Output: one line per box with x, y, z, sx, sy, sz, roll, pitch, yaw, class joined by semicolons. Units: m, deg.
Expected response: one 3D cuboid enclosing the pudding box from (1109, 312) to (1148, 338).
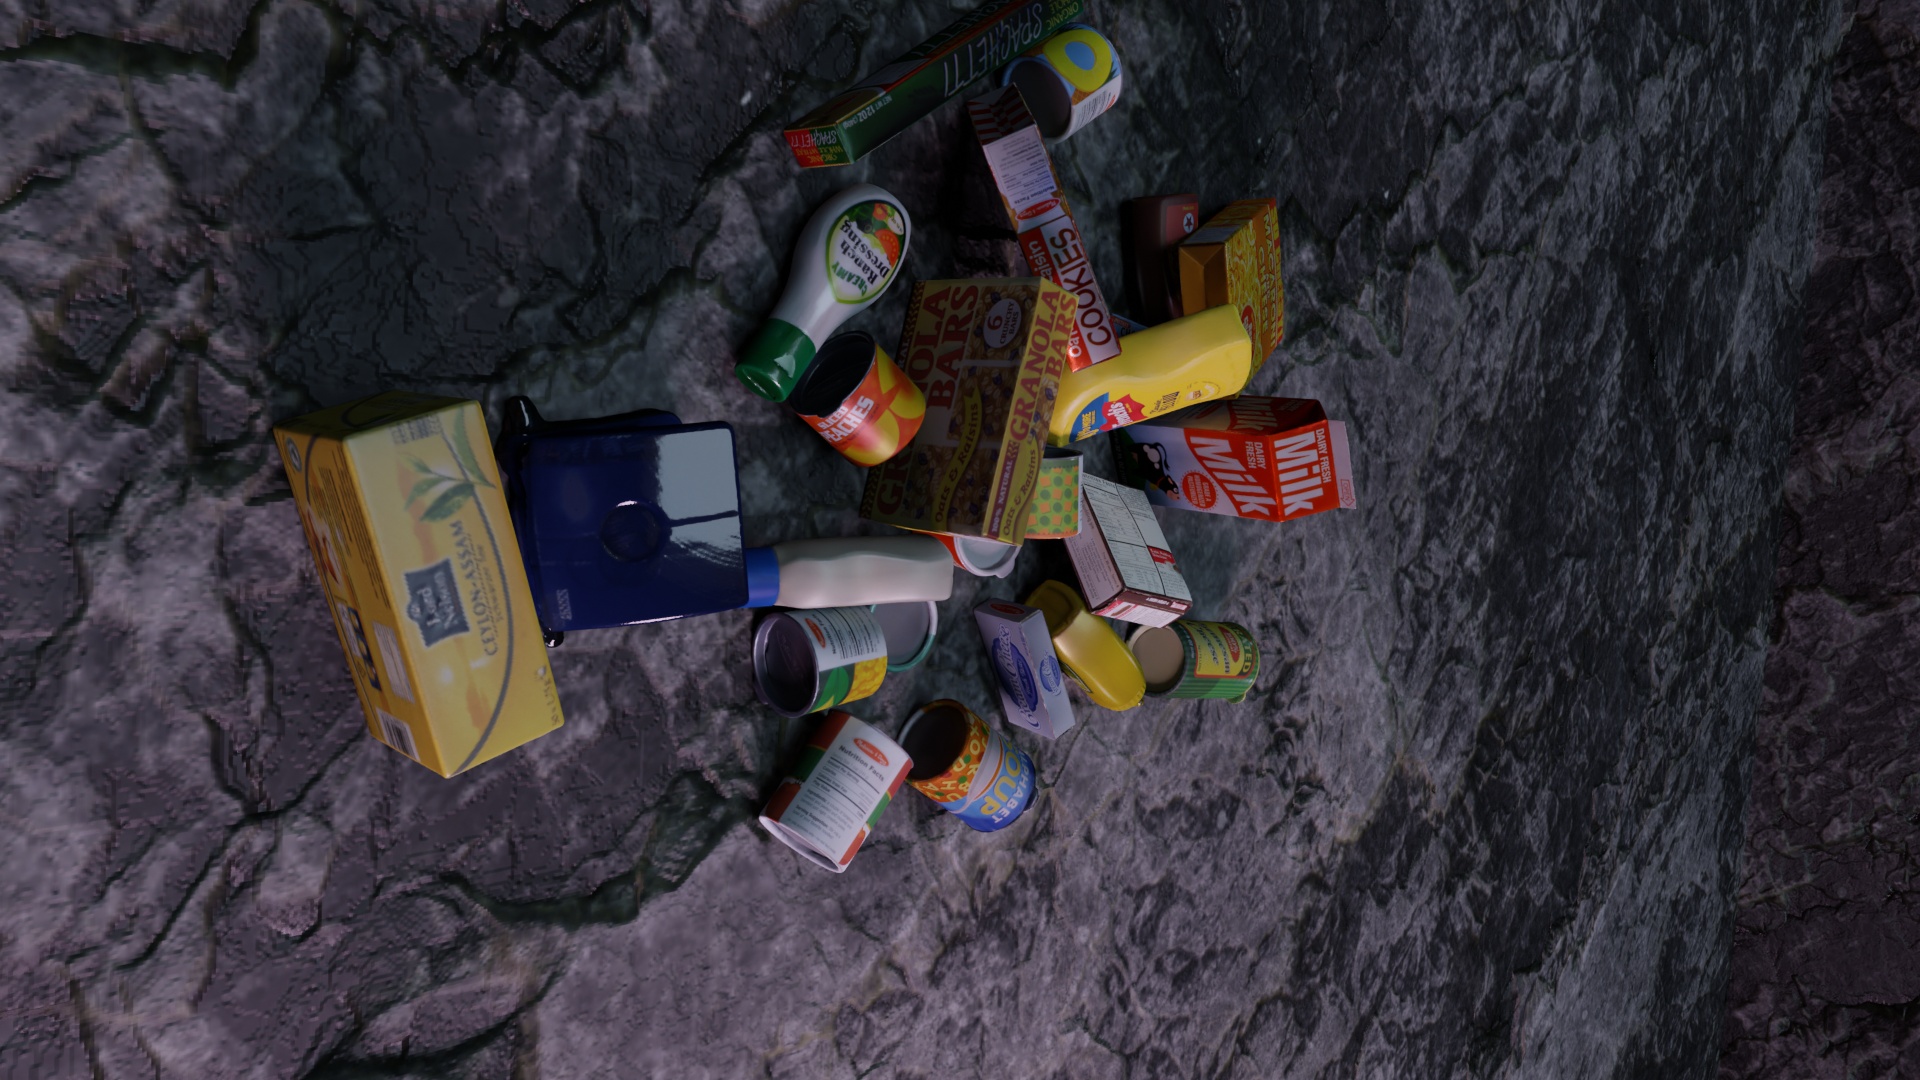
0.120;-0.150;1.056;0.084;0.049;0.030;12;89;-45;pudding box

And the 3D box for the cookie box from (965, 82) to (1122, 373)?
0.057;-0.212;0.938;0.040;0.123;0.166;-21;119;7;cookie box

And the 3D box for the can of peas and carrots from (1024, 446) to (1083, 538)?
0.052;-0.035;0.997;0.071;0.071;0.058;-10;104;-44;can of peas and carrots

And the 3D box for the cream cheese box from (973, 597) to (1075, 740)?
0.047;0.093;1.018;0.024;0.053;0.103;-33;118;-31;cream cheese box

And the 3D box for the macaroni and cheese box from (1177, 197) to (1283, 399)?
0.221;-0.197;1.115;0.167;0.040;0.123;-44;131;-55;macaroni and cheese box

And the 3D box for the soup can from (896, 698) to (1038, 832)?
0.006;0.158;0.974;0.083;0.071;0.071;43;67;-40;soup can

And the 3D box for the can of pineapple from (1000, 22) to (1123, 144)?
0.069;-0.320;0.970;0.058;0.071;0.070;-43;124;-32;can of pineapple

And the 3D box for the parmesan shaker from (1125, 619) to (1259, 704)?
0.193;0.101;1.153;0.103;0.071;0.071;6;92;-45;parmesan shaker

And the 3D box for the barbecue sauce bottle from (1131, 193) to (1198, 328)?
0.164;-0.197;1.097;0.065;0.043;0.148;-20;111;-49;barbecue sauce bottle

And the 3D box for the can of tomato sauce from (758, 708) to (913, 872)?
-0.080;0.161;0.895;0.083;0.071;0.071;-56;130;-23;can of tomato sauce

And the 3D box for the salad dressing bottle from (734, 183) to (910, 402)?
-0.085;-0.152;0.856;0.064;0.044;0.148;45;65;-34;salad dressing bottle

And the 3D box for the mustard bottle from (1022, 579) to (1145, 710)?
0.105;0.092;1.068;0.049;0.065;0.159;-45;131;-3;mustard bottle

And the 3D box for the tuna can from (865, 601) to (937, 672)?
-0.051;0.055;0.929;0.071;0.033;0.071;-8;102;-44;tuna can

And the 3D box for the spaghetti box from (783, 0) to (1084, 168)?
-0.010;-0.310;0.903;0.251;0.050;0.028;-43;126;-32;spaghetti box

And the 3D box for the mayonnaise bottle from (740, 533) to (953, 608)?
-0.082;0.020;0.859;0.148;0.065;0.041;-4;104;-25;mayonnaise bottle

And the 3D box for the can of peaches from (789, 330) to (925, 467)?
-0.064;-0.086;0.870;0.058;0.071;0.071;45;65;-40;can of peaches

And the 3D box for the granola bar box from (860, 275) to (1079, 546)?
0.004;-0.085;0.898;0.039;0.124;0.165;17;85;-42;granola bar box

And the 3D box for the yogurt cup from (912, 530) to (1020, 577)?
0.003;-0.012;0.958;0.072;0.054;0.072;-9;102;-44;yogurt cup

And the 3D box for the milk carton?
0.213;-0.066;1.062;0.074;0.190;0.072;-32;118;-37;milk carton

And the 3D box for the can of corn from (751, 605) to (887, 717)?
-0.090;0.074;0.873;0.058;0.071;0.071;-10;104;-44;can of corn
